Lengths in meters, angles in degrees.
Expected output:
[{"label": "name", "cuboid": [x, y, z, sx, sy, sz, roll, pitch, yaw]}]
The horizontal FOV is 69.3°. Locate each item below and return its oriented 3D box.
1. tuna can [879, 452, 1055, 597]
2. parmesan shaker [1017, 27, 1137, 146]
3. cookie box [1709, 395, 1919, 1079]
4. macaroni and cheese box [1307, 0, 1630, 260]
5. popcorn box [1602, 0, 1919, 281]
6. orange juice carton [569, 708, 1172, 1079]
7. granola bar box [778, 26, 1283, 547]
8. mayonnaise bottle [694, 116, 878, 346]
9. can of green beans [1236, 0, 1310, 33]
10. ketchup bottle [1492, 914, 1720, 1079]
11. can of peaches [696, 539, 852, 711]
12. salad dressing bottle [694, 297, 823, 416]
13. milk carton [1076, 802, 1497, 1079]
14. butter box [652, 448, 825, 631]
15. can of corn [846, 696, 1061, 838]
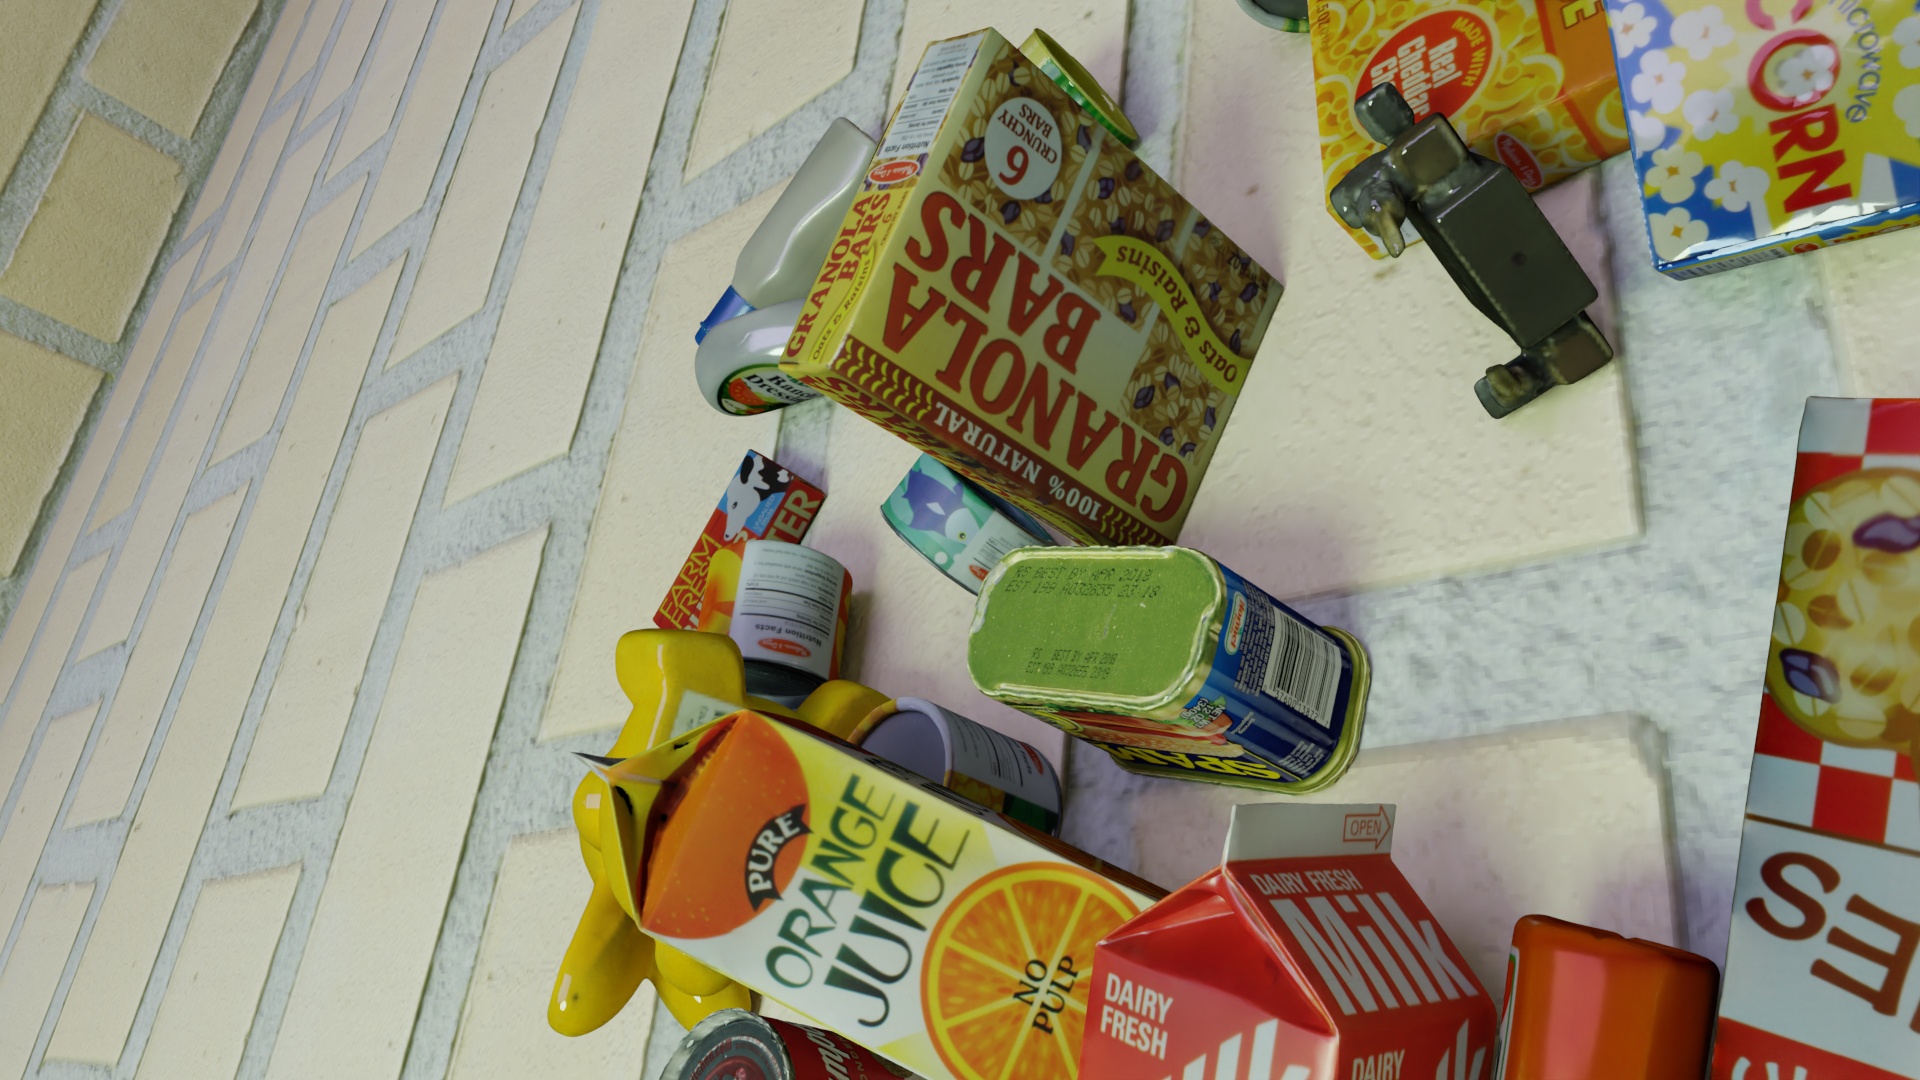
[{"label": "tuna can", "cuboid": [0.002, -0.007, 0.555, 0.033, 0.071, 0.071, -52, 40, 8]}, {"label": "parmesan shaker", "cuboid": [0.022, -0.174, 0.640, 0.102, 0.071, 0.071, -42, 43, 22]}, {"label": "cookie box", "cuboid": [0.225, 0.058, 0.269, 0.123, 0.040, 0.167, 7, 86, 51]}, {"label": "macaroni and cheese box", "cuboid": [0.203, -0.184, 0.472, 0.166, 0.040, 0.124, -21, 53, 37]}, {"label": "popcorn box", "cuboid": [0.226, -0.143, 0.378, 0.085, 0.038, 0.126, -11, 89, 39]}, {"label": "orange juice carton", "cuboid": [-0.025, 0.107, 0.426, 0.193, 0.071, 0.073, 24, 84, 10]}, {"label": "granola bar box", "cuboid": [0.031, -0.078, 0.490, 0.039, 0.165, 0.124, 14, 78, 52]}, {"label": "mayonnaise bottle", "cuboid": [-0.091, -0.161, 0.770, 0.148, 0.041, 0.065, -52, 38, 11]}, {"label": "can of green beans", "cuboid": [0.141, -0.249, 0.558, 0.071, 0.071, 0.058, -19, 55, 39]}, {"label": "ketchup bottle", "cuboid": [0.137, 0.163, 0.313, 0.043, 0.064, 0.149, 7, 79, 33]}, {"label": "can of peaches", "cuboid": [-0.085, 0.040, 0.619, 0.071, 0.071, 0.058, -18, 55, 39]}, {"label": "salad dressing bottle", "cuboid": [-0.065, -0.099, 0.691, 0.147, 0.064, 0.044, -12, 70, 34]}, {"label": "milk carton", "cuboid": [0.074, 0.159, 0.338, 0.073, 0.072, 0.190, 5, 86, 48]}, {"label": "butter box", "cuboid": [-0.112, 0.009, 0.700, 0.053, 0.024, 0.103, 27, 87, 51]}, {"label": "can of corn", "cuboid": [-0.008, 0.099, 0.507, 0.071, 0.058, 0.071, -26, 50, 35]}]
